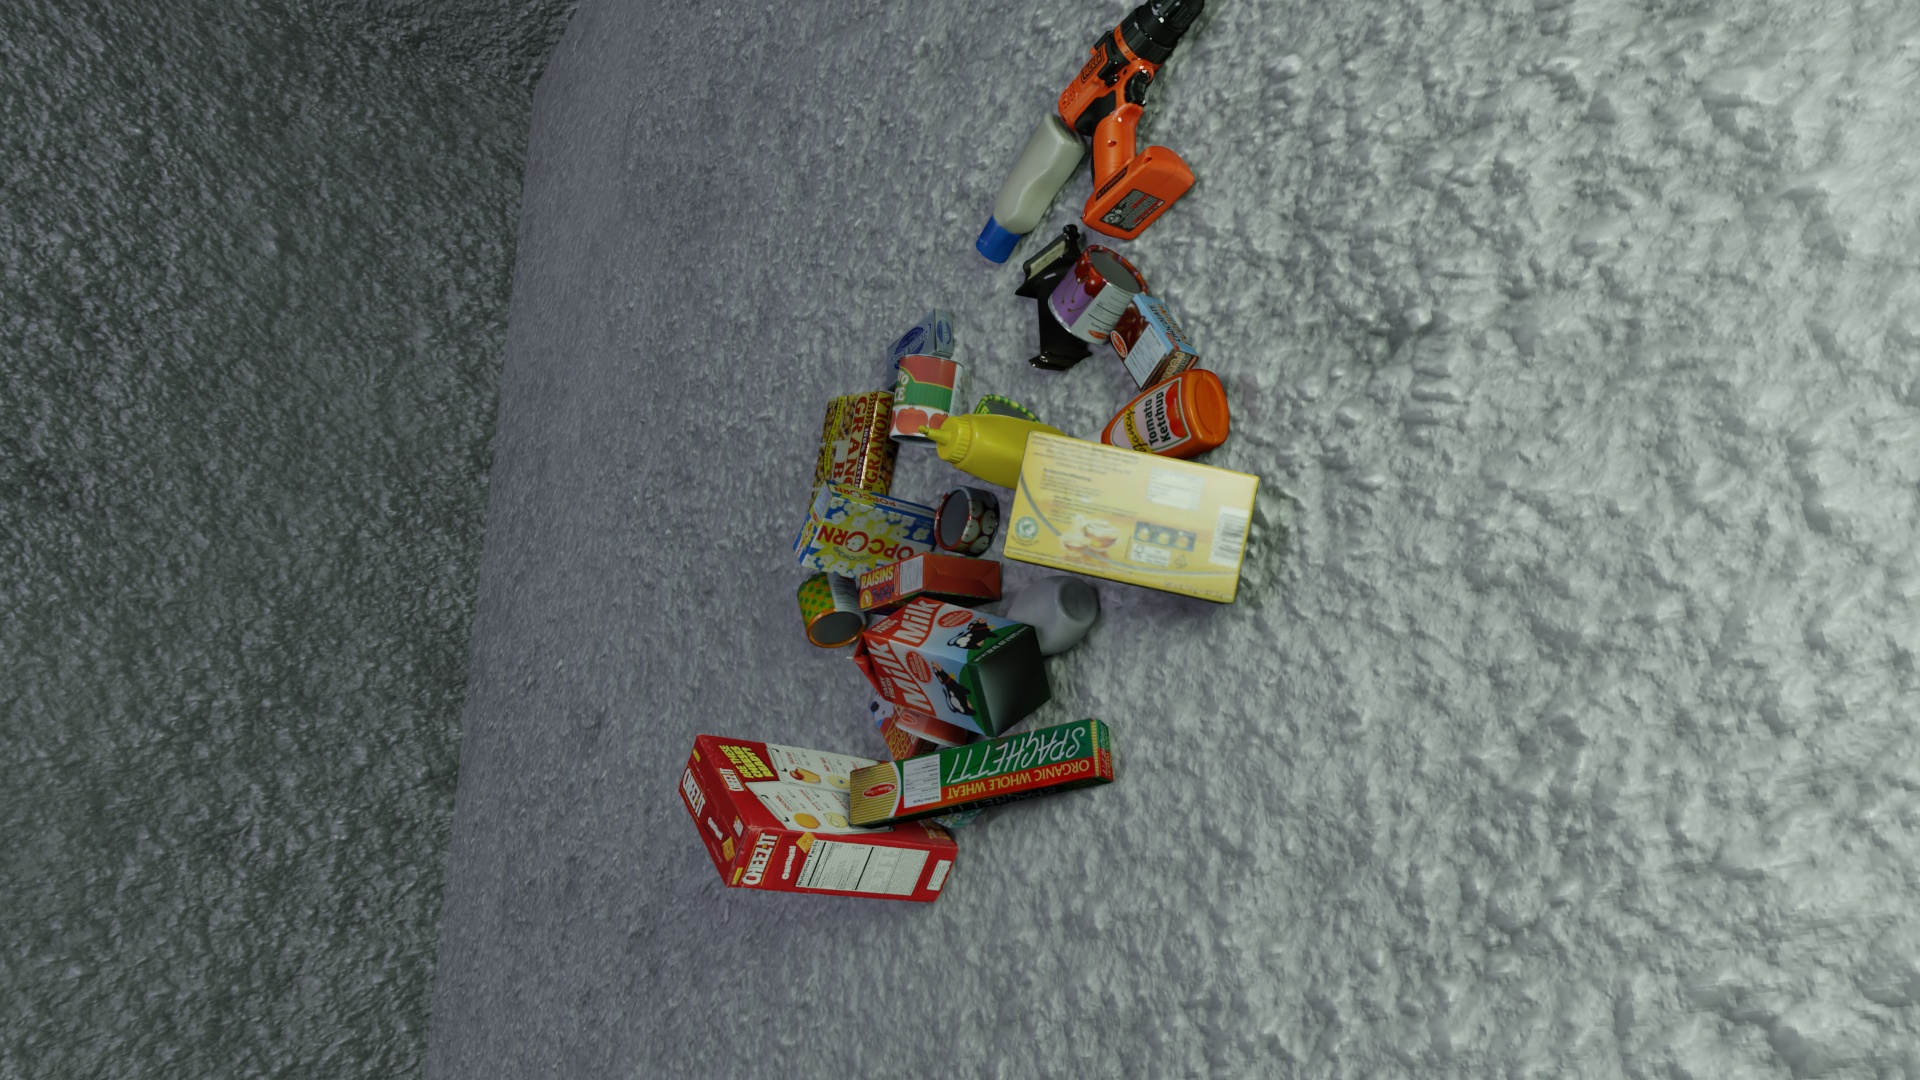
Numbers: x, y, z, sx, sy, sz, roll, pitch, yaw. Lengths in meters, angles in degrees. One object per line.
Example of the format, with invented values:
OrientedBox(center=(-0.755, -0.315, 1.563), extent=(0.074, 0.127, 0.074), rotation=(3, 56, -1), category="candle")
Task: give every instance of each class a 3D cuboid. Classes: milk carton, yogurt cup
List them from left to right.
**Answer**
OrientedBox(center=(-0.018, 0.104, 1.212), extent=(0.190, 0.073, 0.073), rotation=(12, 124, 48), category="milk carton")
OrientedBox(center=(-0.019, 0.158, 1.282), extent=(0.072, 0.072, 0.054), rotation=(12, 81, 59), category="yogurt cup")

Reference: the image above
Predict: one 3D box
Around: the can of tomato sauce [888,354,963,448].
OrientedBox(center=(-0.037, -0.141, 1.415), extent=(0.071, 0.071, 0.083), rotation=(-3, 77, 58), category="can of tomato sauce")

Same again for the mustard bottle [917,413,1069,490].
OrientedBox(center=(0.031, -0.078, 1.194), extent=(0.048, 0.160, 0.065), rotation=(-56, 36, 34), category="mustard bottle")

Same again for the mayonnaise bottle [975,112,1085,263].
OrientedBox(center=(0.065, -0.339, 1.353), extent=(0.147, 0.041, 0.065), rotation=(-55, 36, 34), category="mayonnaise bottle")

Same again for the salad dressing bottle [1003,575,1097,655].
OrientedBox(center=(0.059, 0.076, 1.204), extent=(0.147, 0.044, 0.064), rotation=(-34, 56, 51), category="salad dressing bottle")

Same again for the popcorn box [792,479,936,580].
OrientedBox(center=(-0.093, -0.004, 1.398), extent=(0.085, 0.127, 0.038), rotation=(-63, 30, 23), category="popcorn box")

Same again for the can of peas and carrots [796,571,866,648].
OrientedBox(center=(-0.141, 0.077, 1.505), extent=(0.070, 0.071, 0.059), rotation=(-55, 38, 33), category="can of peas and carrots")

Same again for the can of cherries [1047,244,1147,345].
OrientedBox(center=(0.117, -0.213, 1.194), extent=(0.058, 0.071, 0.072), rotation=(-52, 39, 35), category="can of cherries")

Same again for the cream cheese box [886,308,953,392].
OrientedBox(center=(-0.045, -0.203, 1.496), extent=(0.103, 0.024, 0.053), rotation=(-30, 54, 50), category="cream cheese box")

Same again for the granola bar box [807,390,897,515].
OrientedBox(center=(-0.120, -0.081, 1.558), extent=(0.124, 0.039, 0.165), rotation=(1, 80, 58), category="granola bar box")

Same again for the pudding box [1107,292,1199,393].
OrientedBox(center=(0.158, -0.160, 1.144), extent=(0.049, 0.030, 0.084), rotation=(-58, 36, 30), category="pudding box")

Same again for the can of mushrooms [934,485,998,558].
OrientedBox(center=(0.005, -0.017, 1.336), extent=(0.071, 0.033, 0.071), rotation=(-27, 56, 51), category="can of mushrooms")

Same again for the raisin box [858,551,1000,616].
OrientedBox(center=(-0.030, 0.045, 1.318), extent=(0.123, 0.086, 0.040), rotation=(-19, 68, 55), category="raisin box")

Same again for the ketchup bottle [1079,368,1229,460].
OrientedBox(center=(0.150, -0.087, 1.116), extent=(0.148, 0.043, 0.065), rotation=(-23, 71, 54), category="ketchup bottle")

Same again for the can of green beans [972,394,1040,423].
OrientedBox(center=(0.035, -0.093, 1.284), extent=(0.057, 0.071, 0.071), rotation=(-58, 36, 28), category="can of green beans")

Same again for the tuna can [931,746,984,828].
OrientedBox(center=(-0.006, 0.221, 1.230), extent=(0.032, 0.071, 0.071), rotation=(-55, 37, 35), category="tuna can")

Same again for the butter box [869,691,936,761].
OrientedBox(center=(-0.055, 0.179, 1.369), extent=(0.053, 0.024, 0.104), rotation=(-64, 33, 22), category="butter box")

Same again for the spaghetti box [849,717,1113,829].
OrientedBox(center=(0.013, 0.197, 1.159), extent=(0.249, 0.028, 0.050), rotation=(-17, 62, 30), category="spaghetti box")
